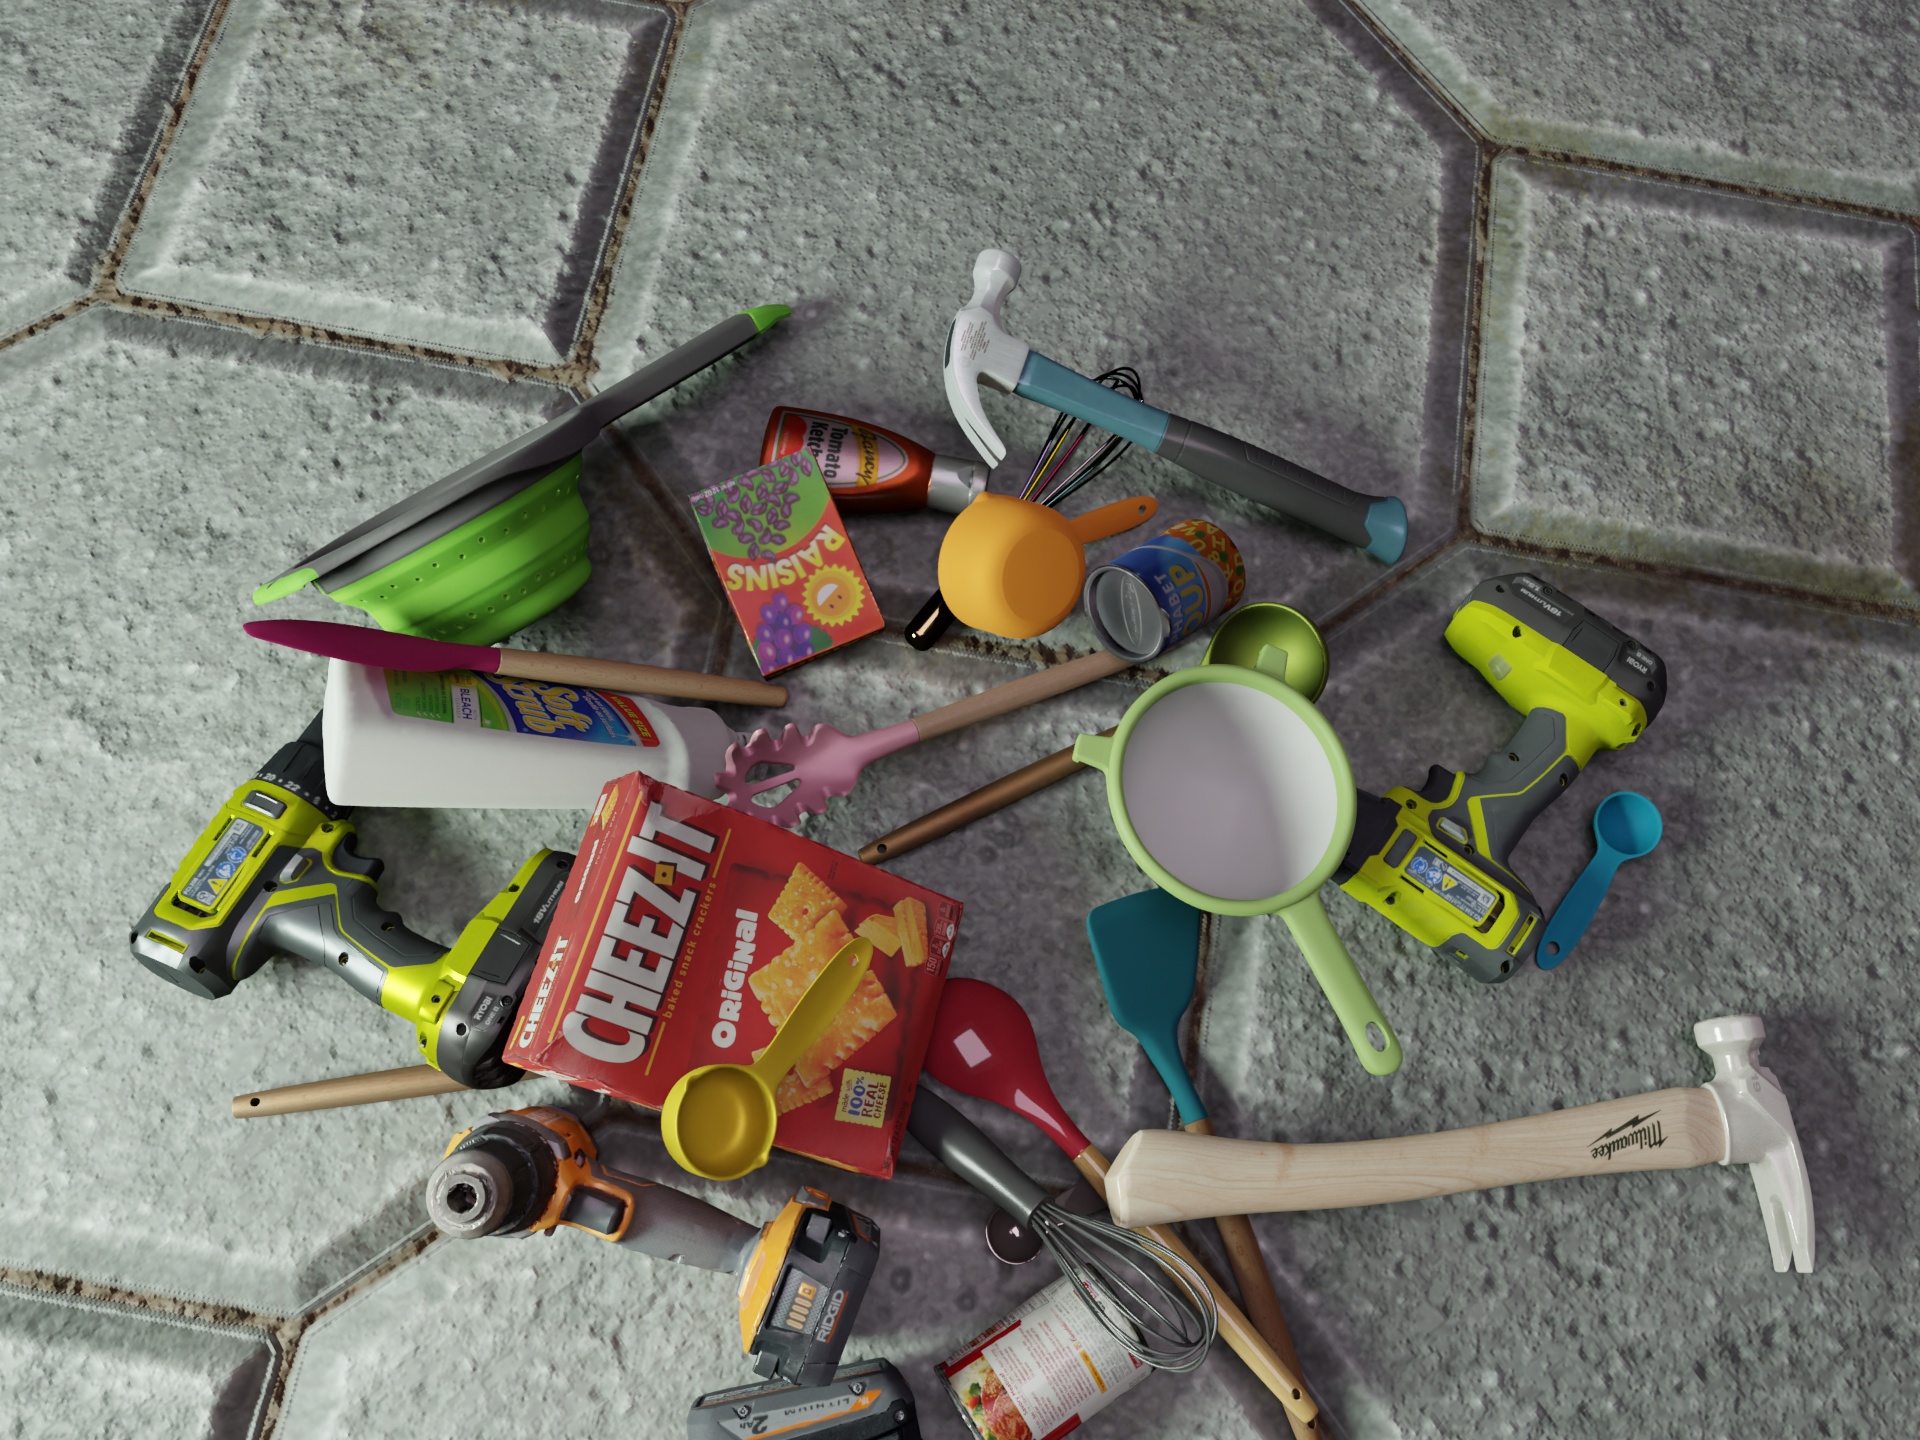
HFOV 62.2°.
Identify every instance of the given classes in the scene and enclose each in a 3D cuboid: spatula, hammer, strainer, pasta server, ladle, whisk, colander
[{"bbox_3d":[0.148,0.253,0.909,0.082,0.044,0.318,-10,71,-29],"label":"spatula"},{"bbox_3d":[-0.256,0.202,0.919,0.316,0.018,0.060,-6,67,-6],"label":"spatula"},{"bbox_3d":[0.285,0.257,0.897,0.410,0.038,0.146,-3,72,-11],"label":"hammer"},{"bbox_3d":[0.143,-0.183,1.033,0.331,0.033,0.128,22,79,-9],"label":"hammer"},{"bbox_3d":[0.177,0.093,0.935,0.151,0.069,0.256,-25,80,-18],"label":"strainer"},{"bbox_3d":[-0.002,-0.003,0.979,0.316,0.040,0.060,-20,87,-18],"label":"pasta server"},{"bbox_3d":[0.083,0.016,0.986,0.320,0.062,0.078,-25,79,-9],"label":"ladle"},{"bbox_3d":[0.042,0.263,0.857,0.239,0.055,0.055,31,69,37],"label":"whisk"},{"bbox_3d":[0.085,0.265,0.899,0.069,0.031,0.315,-37,73,-23],"label":"ladle"},{"bbox_3d":[0.043,-0.143,1.047,0.051,0.047,0.245,37,76,9],"label":"whisk"},{"bbox_3d":[-0.238,-0.145,1.004,0.397,0.204,0.094,-40,111,-31],"label":"colander"}]

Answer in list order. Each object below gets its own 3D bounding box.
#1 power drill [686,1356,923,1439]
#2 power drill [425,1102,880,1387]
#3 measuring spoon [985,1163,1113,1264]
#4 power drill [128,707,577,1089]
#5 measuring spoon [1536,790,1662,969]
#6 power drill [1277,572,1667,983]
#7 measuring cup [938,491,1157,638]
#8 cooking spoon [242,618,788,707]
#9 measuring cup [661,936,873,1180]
[{"bbox_3d":[-0.052,0.453,0.810,0.164,0.084,0.227,-9,75,-7],"label":"power drill"},{"bbox_3d":[-0.158,0.262,0.817,0.226,0.185,0.084,21,80,1],"label":"power drill"},{"bbox_3d":[0.070,0.277,0.915,0.124,0.018,0.034,-21,66,-17],"label":"measuring spoon"},{"bbox_3d":[-0.328,0.096,0.919,0.228,0.080,0.191,21,60,9],"label":"power drill"},{"bbox_3d":[0.393,0.102,0.995,0.042,0.021,0.128,34,81,7],"label":"measuring spoon"},{"bbox_3d":[0.317,0.026,0.985,0.171,0.080,0.223,36,75,9],"label":"power drill"},{"bbox_3d":[0.071,-0.110,1.015,0.173,0.052,0.095,-23,116,-25],"label":"measuring cup"},{"bbox_3d":[-0.243,-0.032,0.921,0.318,0.069,0.017,8,101,-33],"label":"cooking spoon"},{"bbox_3d":[-0.098,0.172,0.833,0.062,0.029,0.156,52,54,-16],"label":"measuring cup"}]
